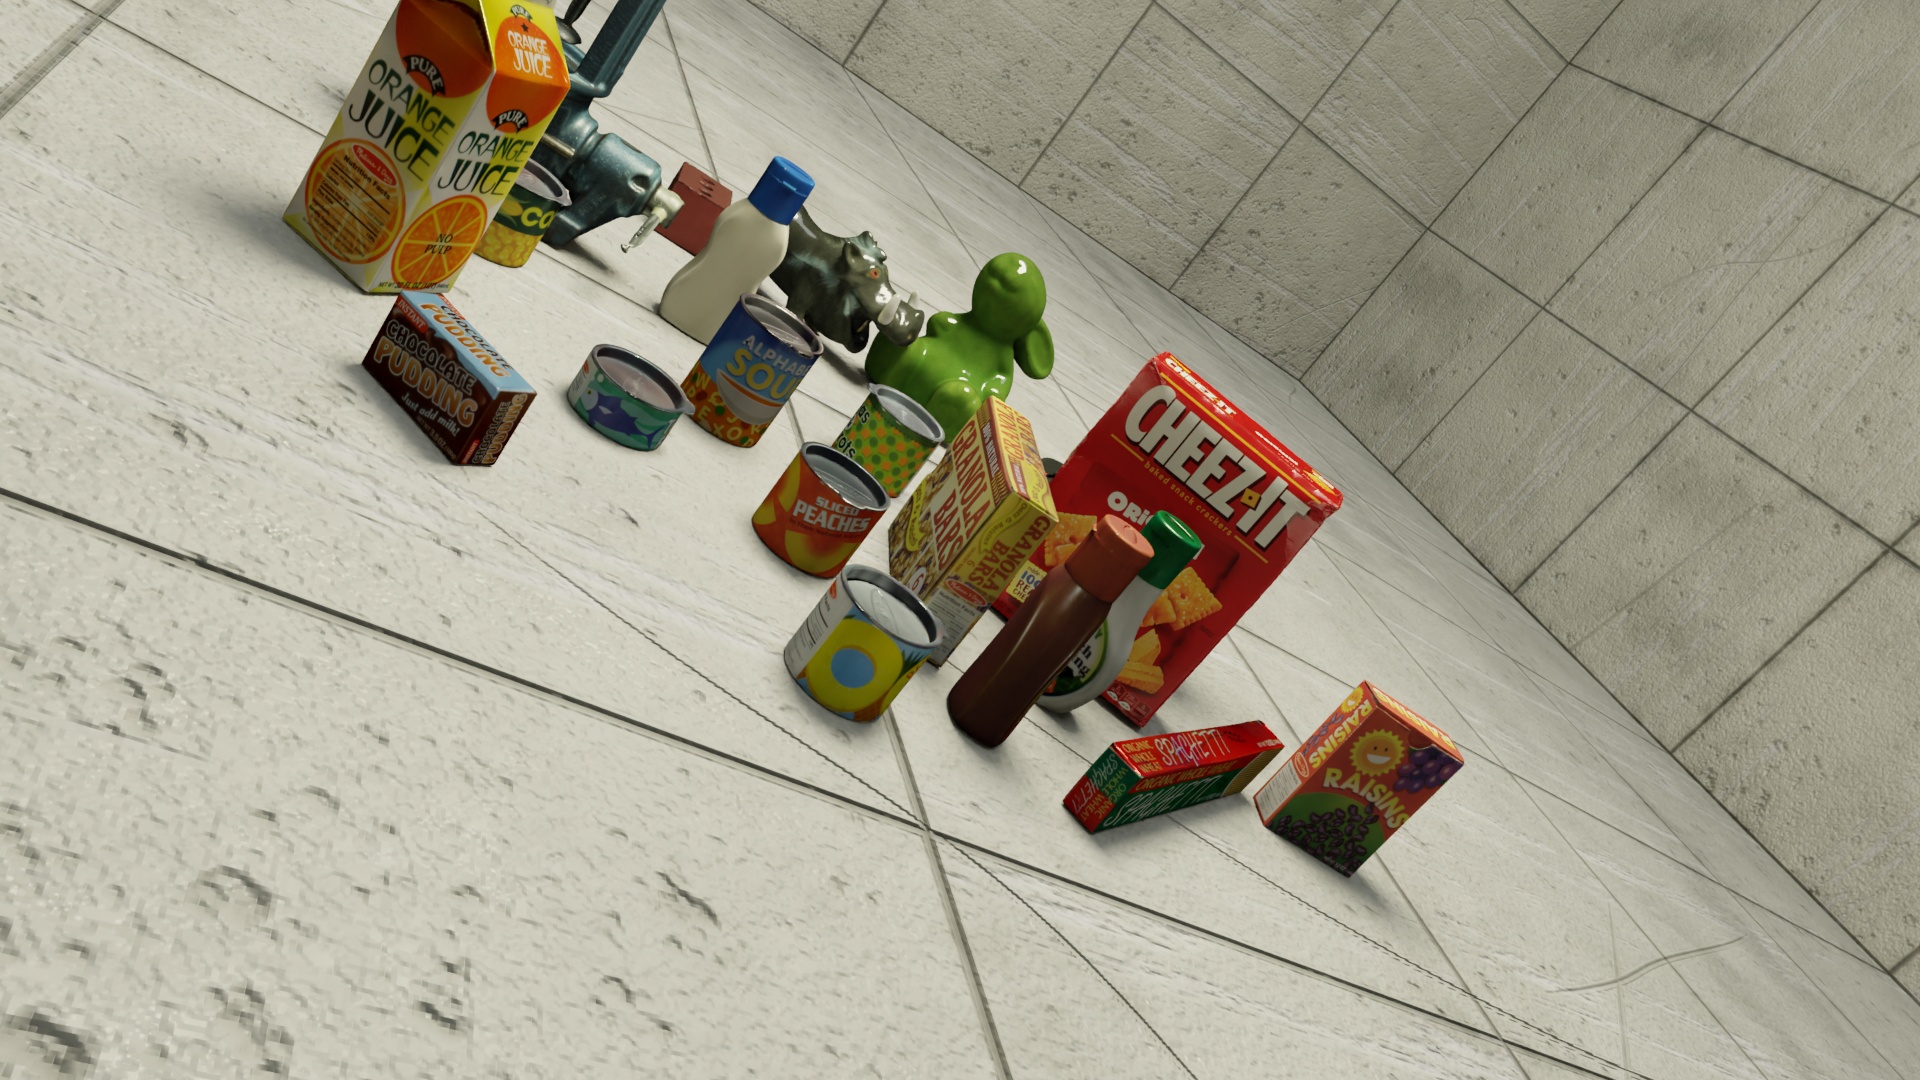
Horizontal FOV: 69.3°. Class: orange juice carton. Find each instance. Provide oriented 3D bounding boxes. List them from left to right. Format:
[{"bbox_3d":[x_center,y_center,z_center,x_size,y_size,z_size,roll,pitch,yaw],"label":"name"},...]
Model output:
[{"bbox_3d":[-0.291,-0.236,0.783,0.073,0.192,0.072,41,18,8],"label":"orange juice carton"}]

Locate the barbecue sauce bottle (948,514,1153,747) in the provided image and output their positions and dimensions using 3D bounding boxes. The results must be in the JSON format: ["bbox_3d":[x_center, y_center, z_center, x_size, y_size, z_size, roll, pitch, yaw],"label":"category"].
[{"bbox_3d":[0.053,0.051,0.811,0.043,0.148,0.065,36,18,-6],"label":"barbecue sauce bottle"}]

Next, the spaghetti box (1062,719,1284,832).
[{"bbox_3d":[0.145,0.150,0.904,0.029,0.050,0.250,47,21,25],"label":"spaghetti box"}]

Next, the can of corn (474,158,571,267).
[{"bbox_3d":[-0.308,-0.225,0.938,0.071,0.058,0.071,34,19,-13],"label":"can of corn"}]

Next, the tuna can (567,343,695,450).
[{"bbox_3d":[-0.201,-0.086,0.847,0.071,0.032,0.071,34,19,-13],"label":"tuna can"}]

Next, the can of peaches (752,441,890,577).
[{"bbox_3d":[-0.086,-0.018,0.859,0.071,0.058,0.071,34,19,-13],"label":"can of peaches"}]

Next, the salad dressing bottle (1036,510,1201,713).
[{"bbox_3d":[0.096,0.046,0.904,0.064,0.147,0.044,47,20,26],"label":"salad dressing bottle"}]

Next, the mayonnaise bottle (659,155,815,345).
[{"bbox_3d":[-0.164,-0.217,1.042,0.065,0.147,0.041,31,20,-21],"label":"mayonnaise bottle"}]

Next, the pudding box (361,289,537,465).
[{"bbox_3d":[-0.260,-0.083,0.706,0.084,0.049,0.030,44,19,16],"label":"pudding box"}]

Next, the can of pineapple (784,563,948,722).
[{"bbox_3d":[-0.051,0.056,0.750,0.071,0.057,0.071,34,19,-13],"label":"can of pineapple"}]

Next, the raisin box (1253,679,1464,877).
[{"bbox_3d":[0.283,0.171,0.993,0.086,0.123,0.040,33,19,-15],"label":"raisin box"}]

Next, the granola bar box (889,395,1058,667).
[{"bbox_3d":[0.003,-0.011,0.904,0.039,0.124,0.166,32,19,-17],"label":"granola bar box"}]

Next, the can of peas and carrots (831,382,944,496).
[{"bbox_3d":[-0.057,-0.076,1.048,0.071,0.058,0.071,34,19,-13],"label":"can of peas and carrots"}]

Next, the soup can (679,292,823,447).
[{"bbox_3d":[-0.142,-0.113,0.939,0.071,0.083,0.071,34,19,-13],"label":"soup can"}]
